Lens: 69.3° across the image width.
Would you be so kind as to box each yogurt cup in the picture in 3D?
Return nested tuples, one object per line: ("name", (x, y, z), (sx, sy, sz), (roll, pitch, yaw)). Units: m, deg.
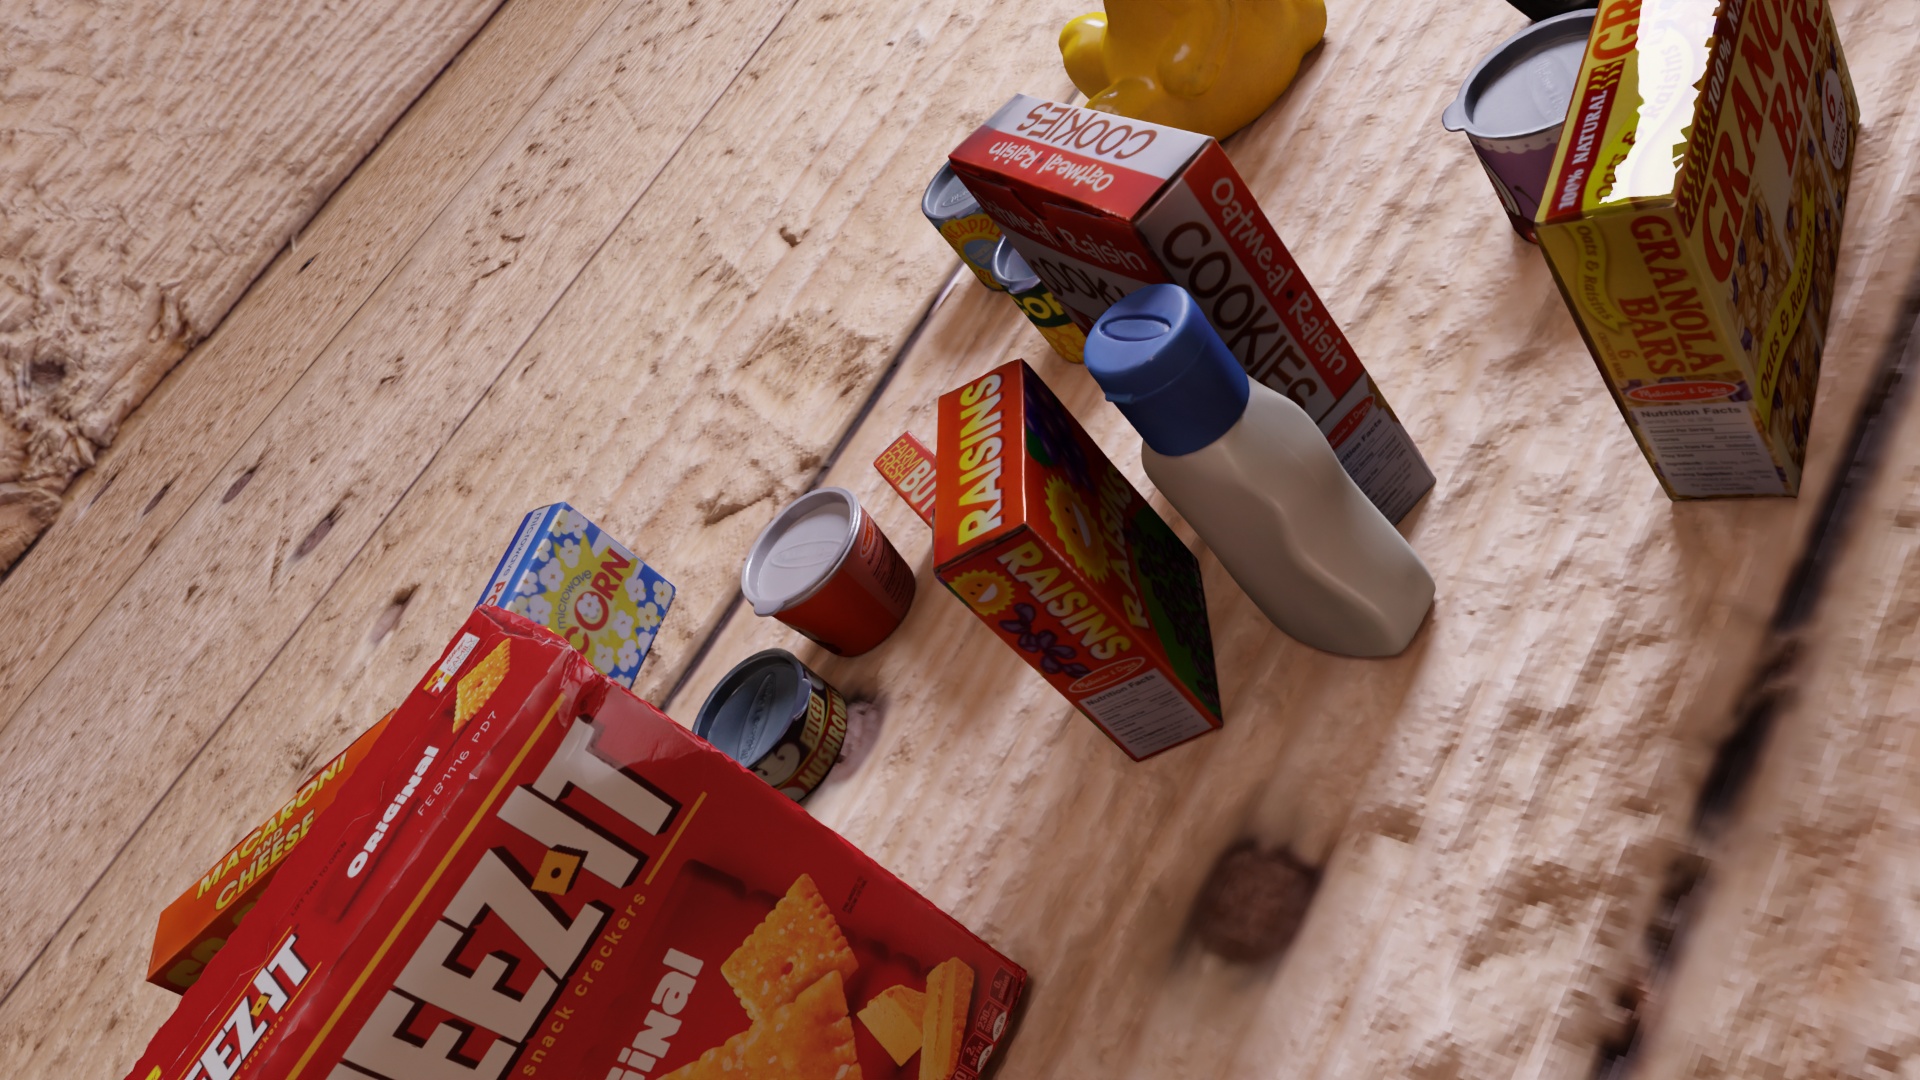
("yogurt cup", (-0.058, 0.017, 0.637), (0.072, 0.054, 0.073), (-27, 39, 24))

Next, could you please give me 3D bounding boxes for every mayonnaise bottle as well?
("mayonnaise bottle", (0.093, -0.019, 0.439), (0.065, 0.147, 0.041), (15, 66, 51))

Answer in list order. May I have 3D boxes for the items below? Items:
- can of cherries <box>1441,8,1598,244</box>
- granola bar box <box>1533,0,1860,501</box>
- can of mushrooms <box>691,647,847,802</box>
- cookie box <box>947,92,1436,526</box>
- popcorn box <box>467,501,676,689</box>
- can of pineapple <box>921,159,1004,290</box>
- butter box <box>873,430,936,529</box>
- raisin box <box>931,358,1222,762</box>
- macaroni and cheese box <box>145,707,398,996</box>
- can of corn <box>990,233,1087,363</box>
("can of cherries", (0.226, -0.152, 0.519), (0.071, 0.058, 0.072), (-27, 39, 24))
("granola bar box", (0.228, -0.114, 0.420), (0.039, 0.124, 0.166), (-2, 53, 45))
("can of mushrooms", (-0.083, 0.084, 0.612), (0.071, 0.033, 0.071), (-27, 39, 24))
("cookie box", (0.081, -0.078, 0.495), (0.040, 0.167, 0.123), (-47, 35, -3))
("popcorn box", (-0.212, 0.054, 0.728), (0.038, 0.085, 0.127), (-12, 47, 39))
("can of pineapple", (0.021, -0.177, 0.751), (0.071, 0.057, 0.071), (-27, 39, 24))
("butter box", (0.002, -0.008, 0.602), (0.024, 0.053, 0.104), (-45, 35, 1))
("raisin box", (0.041, 0.008, 0.486), (0.040, 0.123, 0.086), (-26, 39, 25))
("macaroni and cheese box", (-0.198, 0.154, 0.541), (0.123, 0.166, 0.040), (-41, 35, 7))
("can of corn", (0.056, -0.125, 0.663), (0.071, 0.058, 0.071), (-27, 39, 24))
